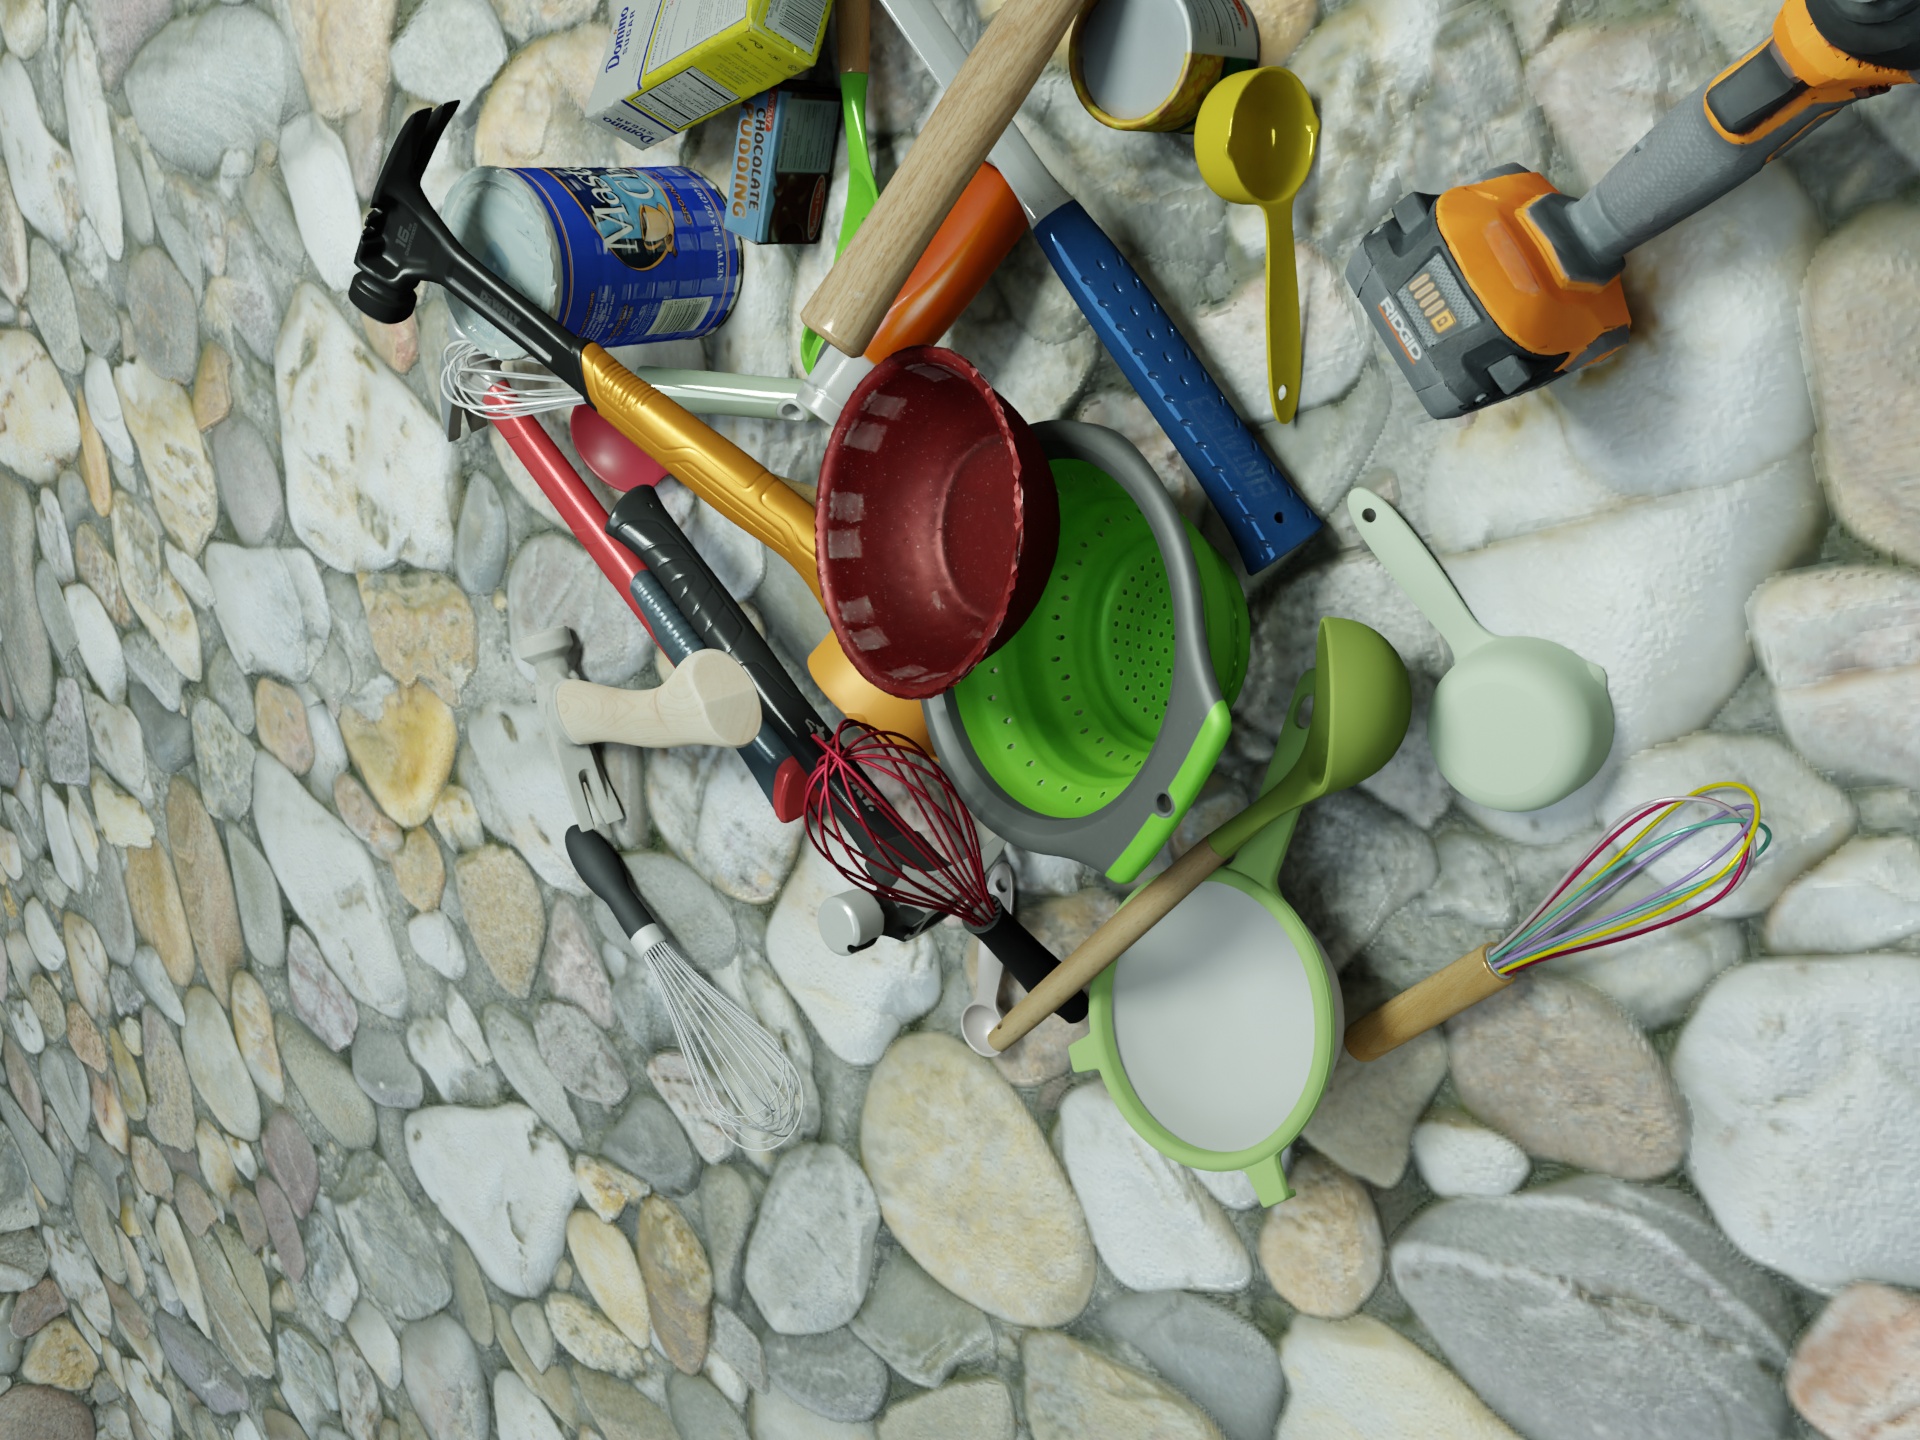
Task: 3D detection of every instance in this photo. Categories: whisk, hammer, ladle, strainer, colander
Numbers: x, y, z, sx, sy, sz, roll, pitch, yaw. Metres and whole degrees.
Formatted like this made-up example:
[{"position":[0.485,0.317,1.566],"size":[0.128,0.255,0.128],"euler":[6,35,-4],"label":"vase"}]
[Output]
[{"position":[0.261,0.098,0.722],"size":[0.245,0.051,0.047],"euler":[-47,47,44],"label":"whisk"},{"position":[-0.203,0.182,1.123],"size":[0.285,0.070,0.070],"euler":[50,130,21],"label":"whisk"},{"position":[-0.197,-0.199,0.944],"size":[0.246,0.059,0.057],"euler":[7,146,13],"label":"whisk"},{"position":[0.032,-0.303,0.679],"size":[0.130,0.031,0.331],"euler":[40,99,35],"label":"hammer"},{"position":[0.003,0.091,0.815],"size":[0.073,0.073,0.295],"euler":[12,155,36],"label":"whisk"},{"position":[-0.219,-0.089,1.041],"size":[0.386,0.038,0.143],"euler":[53,152,7],"label":"hammer"},{"position":[-0.141,-0.146,0.937],"size":[0.316,0.031,0.069],"euler":[24,134,45],"label":"ladle"},{"position":[-0.196,0.007,0.962],"size":[0.411,0.038,0.146],"euler":[0,108,65],"label":"hammer"},{"position":[0.156,0.099,0.799],"size":[0.152,0.069,0.256],"euler":[27,104,45],"label":"strainer"},{"position":[-0.168,-0.170,0.823],"size":[0.337,0.034,0.127],"euler":[38,128,2],"label":"hammer"},{"position":[0.043,-0.249,0.745],"size":[0.405,0.144,0.035],"euler":[55,163,0],"label":"hammer"},{"position":[0.099,0.070,0.773],"size":[0.062,0.078,0.320],"euler":[32,125,-15],"label":"ladle"},{"position":[0.034,-0.095,0.820],"size":[0.398,0.094,0.204],"euler":[55,132,35],"label":"colander"},{"position":[-0.104,-0.016,0.924],"size":[0.335,0.146,0.035],"euler":[51,130,21],"label":"hammer"}]

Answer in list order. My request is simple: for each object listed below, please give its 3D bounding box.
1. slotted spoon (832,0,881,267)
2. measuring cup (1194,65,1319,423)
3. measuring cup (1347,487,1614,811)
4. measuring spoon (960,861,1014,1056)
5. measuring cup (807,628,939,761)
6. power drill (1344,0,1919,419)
[{"position":[-0.055,-0.362,0.821],"size":[0.070,0.031,0.313],"euler":[-152,58,-65],"label":"slotted spoon"},{"position":[0.134,-0.211,0.716],"size":[0.029,0.062,0.156],"euler":[22,129,46],"label":"measuring cup"},{"position":[0.218,-0.033,0.706],"size":[0.083,0.038,0.168],"euler":[-41,80,40],"label":"measuring cup"},{"position":[0.023,0.142,0.950],"size":[0.034,0.018,0.124],"euler":[17,108,35],"label":"measuring spoon"},{"position":[-0.001,-0.003,0.887],"size":[0.173,0.095,0.052],"euler":[36,106,-2],"label":"measuring cup"},{"position":[0.248,-0.196,0.544],"size":[0.226,0.164,0.084],"euler":[-34,83,43],"label":"power drill"}]
